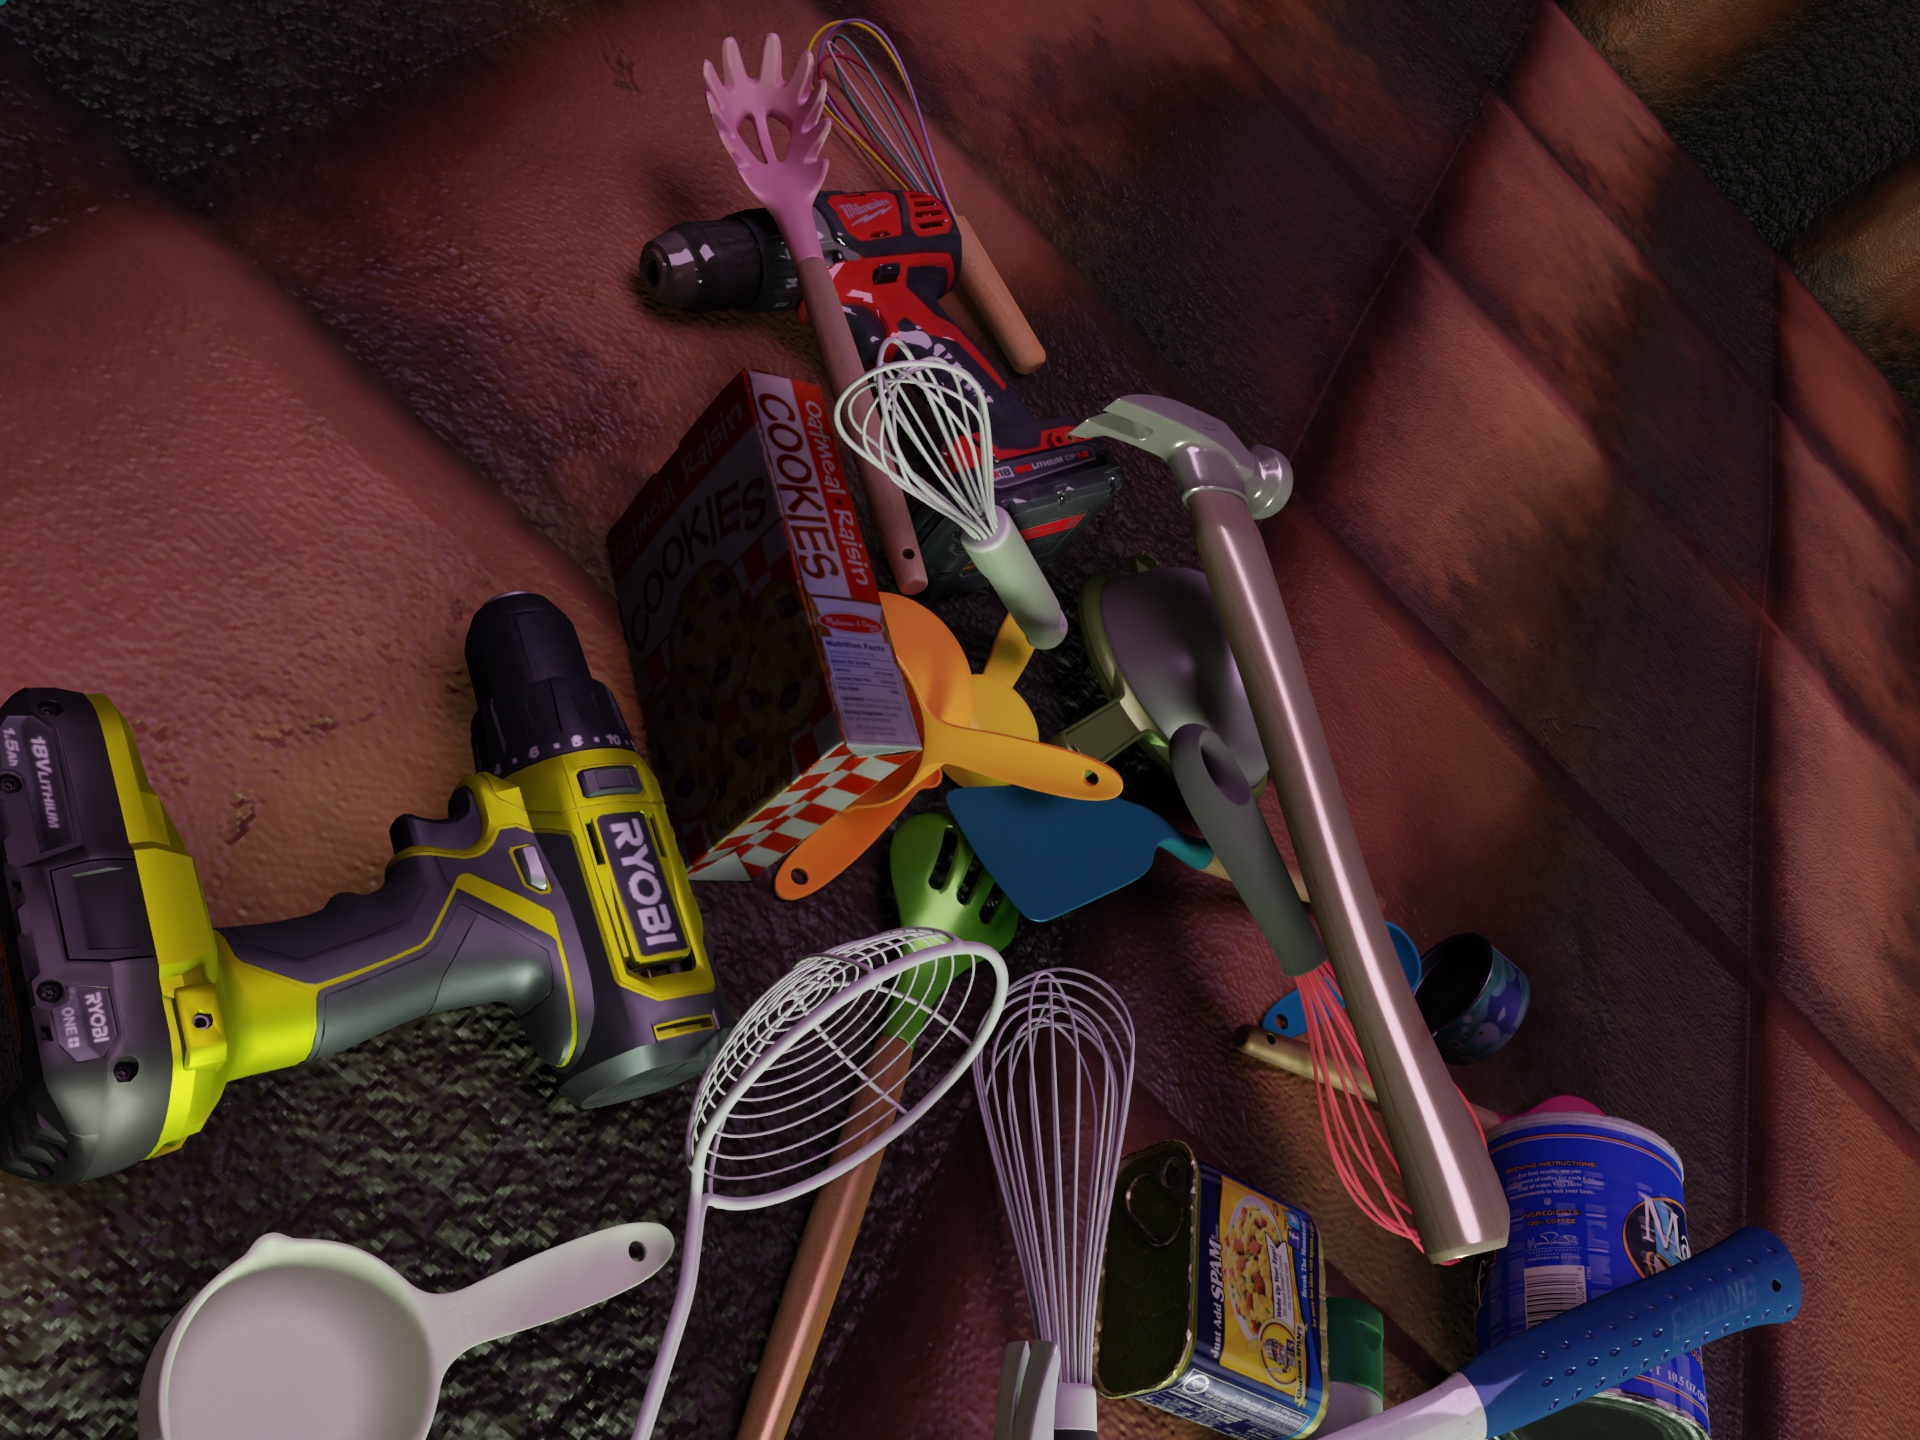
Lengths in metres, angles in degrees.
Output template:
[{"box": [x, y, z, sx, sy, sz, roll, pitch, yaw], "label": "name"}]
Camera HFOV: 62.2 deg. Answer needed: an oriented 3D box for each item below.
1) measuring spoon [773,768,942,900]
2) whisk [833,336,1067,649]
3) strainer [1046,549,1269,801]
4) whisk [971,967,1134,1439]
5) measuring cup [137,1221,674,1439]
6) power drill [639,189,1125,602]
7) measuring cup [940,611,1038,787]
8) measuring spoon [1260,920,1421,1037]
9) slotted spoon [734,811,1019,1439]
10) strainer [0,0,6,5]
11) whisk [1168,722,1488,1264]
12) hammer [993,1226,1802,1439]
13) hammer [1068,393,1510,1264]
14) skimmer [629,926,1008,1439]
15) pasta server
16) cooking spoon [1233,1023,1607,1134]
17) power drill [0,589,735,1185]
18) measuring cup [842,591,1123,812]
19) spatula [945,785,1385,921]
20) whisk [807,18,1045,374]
[{"box": [-0.045, 0.047, 0.701, 0.021, 0.011, 0.117, 48, 45, 2], "label": "measuring spoon"}, {"box": [0.008, -0.088, 0.703, 0.246, 0.059, 0.058, 51, 26, -61], "label": "whisk"}, {"box": [0.113, -0.021, 0.799, 0.151, 0.069, 0.256, 56, 27, 4], "label": "strainer"}, {"box": [0.041, 0.231, 0.613, 0.070, 0.070, 0.285, 19, 55, -31], "label": "whisk"}, {"box": [-0.161, 0.187, 0.482, 0.167, 0.038, 0.083, -5, 66, -49], "label": "measuring cup"}, {"box": [-0.041, -0.176, 0.810, 0.188, 0.080, 0.227, -20, 72, -39], "label": "power drill"}, {"box": [0.026, -0.027, 0.797, 0.062, 0.029, 0.157, 39, 43, -13], "label": "measuring cup"}, {"box": [0.197, 0.143, 0.842, 0.128, 0.021, 0.042, -18, 75, -37], "label": "measuring spoon"}, {"box": [-0.031, 0.151, 0.626, 0.070, 0.031, 0.314, 34, 46, -14], "label": "slotted spoon"}, {"box": [-0.409, -0.147, 0.455, 0.211, 0.095, 0.341, 41, 41, -15], "label": "strainer"}, {"box": [0.173, 0.131, 0.753, 0.073, 0.073, 0.295, -38, 102, -48], "label": "whisk"}, {"box": [0.190, 0.265, 0.622, 0.405, 0.035, 0.144, -7, 74, -30], "label": "hammer"}, {"box": [0.155, 0.035, 0.726, 0.146, 0.038, 0.411, 9, 58, -45], "label": "hammer"}, {"box": [-0.069, 0.226, 0.473, 0.090, 0.127, 0.364, 10, 56, 11], "label": "skimmer"}, {"box": [-0.063, -0.197, 0.745, 0.060, 0.040, 0.316, -11, 65, -14], "label": "pasta server"}, {"box": [0.265, 0.210, 0.849, 0.318, 0.017, 0.069, 24, 53, -28], "label": "cooking spoon"}, {"box": [-0.195, 0.044, 0.521, 0.228, 0.080, 0.191, -4, 66, -46], "label": "power drill"}, {"box": [-0.001, -0.002, 0.669, 0.174, 0.095, 0.052, 15, 28, 27], "label": "measuring cup"}, {"box": [0.126, 0.077, 0.793, 0.317, 0.044, 0.082, 18, 27, -46], "label": "spatula"}, {"box": [-0.021, -0.313, 0.956, 0.047, 0.051, 0.245, -29, 87, -27], "label": "whisk"}]
